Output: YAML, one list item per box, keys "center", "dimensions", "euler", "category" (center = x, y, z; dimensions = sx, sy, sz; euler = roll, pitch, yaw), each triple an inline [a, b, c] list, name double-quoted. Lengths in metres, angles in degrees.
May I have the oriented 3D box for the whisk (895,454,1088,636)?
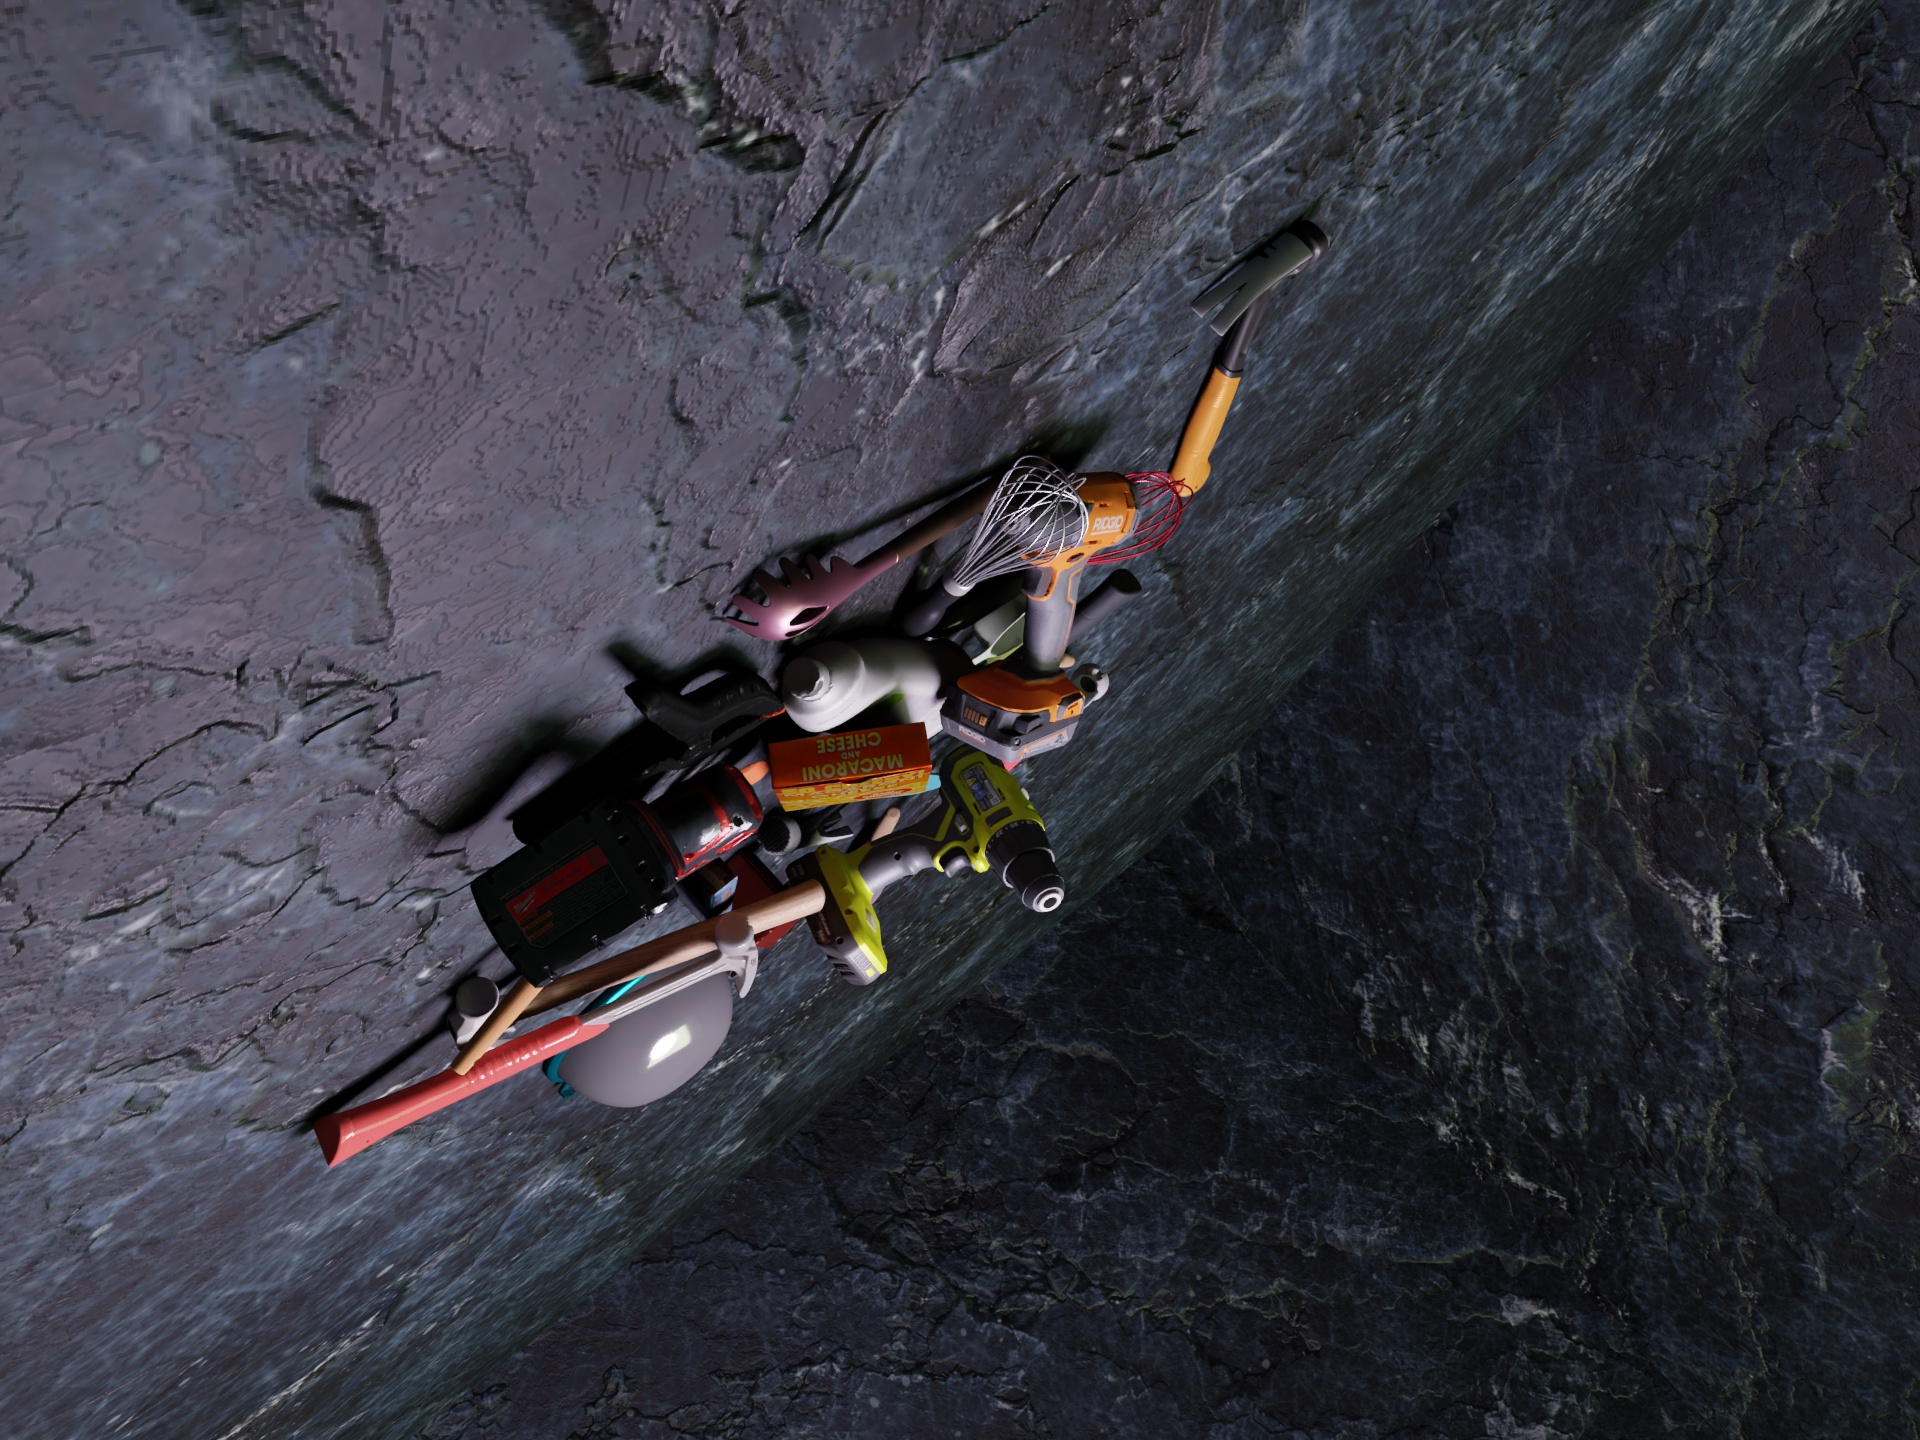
- center: [0.012, -0.116, 1.155]
  dimensions: [0.070, 0.070, 0.284]
  euler: [-35, -179, -30]
  category: "whisk"

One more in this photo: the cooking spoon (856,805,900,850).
- center: [-0.085, 0.120, 1.674]
  dimensions: [0.069, 0.017, 0.319]
  euler: [-40, 176, -13]
  category: "cooking spoon"

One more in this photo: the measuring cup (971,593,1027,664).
- center: [0.008, -0.070, 1.414]
  dimensions: [0.167, 0.038, 0.083]
  euler: [-34, 166, -12]
  category: "measuring cup"

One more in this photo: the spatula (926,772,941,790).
- center: [0.016, 0.015, 1.699]
  dimensions: [0.082, 0.044, 0.317]
  euler: [-31, -175, 45]
  category: "spatula"

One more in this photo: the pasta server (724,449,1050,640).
- center: [-0.038, -0.132, 1.114]
  dimensions: [0.316, 0.040, 0.060]
  euler: [-37, 166, -40]
  category: "pasta server"

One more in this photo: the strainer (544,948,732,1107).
- center: [-0.253, 0.283, 1.610]
  dimensions: [0.340, 0.095, 0.211]
  euler: [-35, 164, -26]
  category: "strainer"

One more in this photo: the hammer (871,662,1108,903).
- center: [0.001, 0.084, 1.680]
  dimensions: [0.386, 0.038, 0.143]
  euler: [-44, 178, 29]
  category: "hammer"

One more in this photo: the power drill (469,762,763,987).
- center: [-0.242, 0.107, 1.075]
  dimensions: [0.188, 0.080, 0.227]
  euler: [-32, -179, 10]
  category: "power drill"

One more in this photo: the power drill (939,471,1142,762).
- center: [0.058, -0.086, 1.261]
  dimensions: [0.164, 0.084, 0.226]
  euler: [-15, 126, -56]
  category: "power drill"

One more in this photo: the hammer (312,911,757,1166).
- center: [-0.329, 0.258, 1.269]
  dimensions: [0.359, 0.037, 0.149]
  euler: [-23, 159, -21]
  category: "hammer"

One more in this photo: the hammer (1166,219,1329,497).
- center: [0.220, -0.283, 1.366]
  dimensions: [0.127, 0.034, 0.336]
  euler: [-40, 166, -18]
  category: "hammer"

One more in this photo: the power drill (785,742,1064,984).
- center: [-0.028, 0.140, 1.443]
  dimensions: [0.228, 0.191, 0.080]
  euler: [-31, 137, -1]
  category: "power drill"

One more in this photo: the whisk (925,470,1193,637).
- center: [0.086, -0.141, 1.367]
  dimensions: [0.296, 0.073, 0.073]
  euler: [-31, 162, -24]
  category: "whisk"

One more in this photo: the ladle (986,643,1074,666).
- center: [0.085, -0.073, 1.632]
  dimensions: [0.078, 0.062, 0.320]
  euler: [-45, 173, 8]
  category: "ladle"

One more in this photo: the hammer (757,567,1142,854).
- center: [-0.002, -0.005, 1.460]
  dimensions: [0.409, 0.036, 0.149]
  euler: [-37, 168, 12]
  category: "hammer"

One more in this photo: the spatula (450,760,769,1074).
- center: [-0.266, 0.143, 1.207]
  dimensions: [0.322, 0.041, 0.081]
  euler: [-50, 178, -9]
  category: "spatula"

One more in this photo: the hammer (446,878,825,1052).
- center: [-0.262, 0.199, 1.322]
  dimensions: [0.331, 0.031, 0.130]
  euler: [-18, 157, -30]
  category: "hammer"
